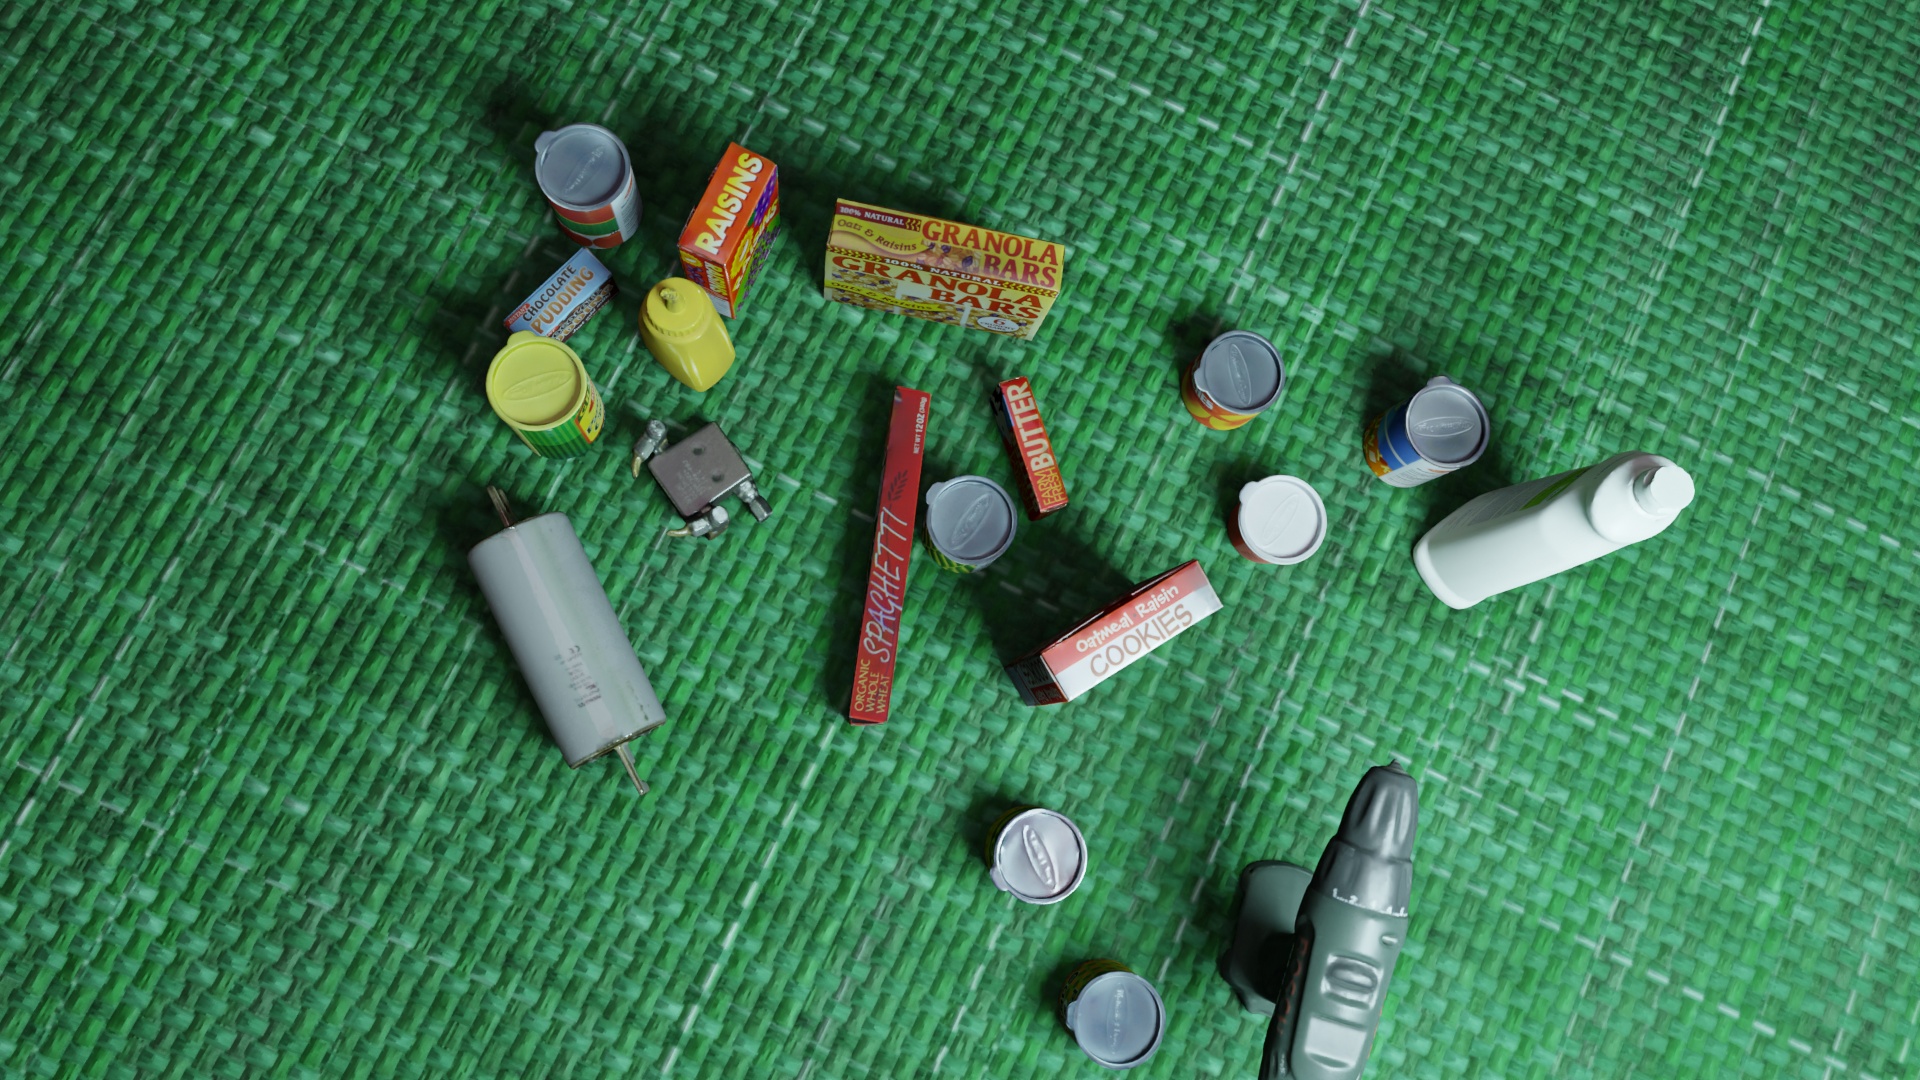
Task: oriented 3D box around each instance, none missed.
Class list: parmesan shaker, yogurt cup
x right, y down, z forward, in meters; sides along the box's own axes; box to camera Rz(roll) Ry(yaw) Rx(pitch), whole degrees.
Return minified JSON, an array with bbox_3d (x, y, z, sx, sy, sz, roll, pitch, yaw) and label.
[{"bbox_3d":[-0.293,-0.102,0.988,0.071,0.103,0.071,1,82,-6],"label":"parmesan shaker"},{"bbox_3d":[0.238,-0.013,1.060,0.072,0.054,0.072,1,82,-6],"label":"yogurt cup"}]

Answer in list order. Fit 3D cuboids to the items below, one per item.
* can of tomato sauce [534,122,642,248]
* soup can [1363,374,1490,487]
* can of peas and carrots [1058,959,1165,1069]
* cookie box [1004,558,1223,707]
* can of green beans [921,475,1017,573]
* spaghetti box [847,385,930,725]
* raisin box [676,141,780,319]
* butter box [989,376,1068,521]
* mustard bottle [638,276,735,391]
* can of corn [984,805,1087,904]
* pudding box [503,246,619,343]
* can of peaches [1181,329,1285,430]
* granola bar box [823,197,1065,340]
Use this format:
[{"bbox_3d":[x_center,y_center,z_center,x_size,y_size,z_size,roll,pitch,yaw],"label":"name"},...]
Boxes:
[{"bbox_3d":[-0.274,-0.260,1.024,0.071,0.083,0.071,1,82,-6],"label":"can of tomato sauce"},{"bbox_3d":[0.356,-0.082,1.069,0.071,0.083,0.071,1,82,-6],"label":"soup can"},{"bbox_3d":[0.104,0.336,0.989,0.071,0.058,0.071,1,82,-6],"label":"can of peas and carrots"},{"bbox_3d":[0.102,0.068,0.974,0.123,0.167,0.040,-31,86,-10],"label":"cookie box"},{"bbox_3d":[0.005,-0.011,1.031,0.071,0.057,0.071,1,82,-6],"label":"can of green beans"},{"bbox_3d":[-0.053,0.013,1.025,0.029,0.050,0.250,8,81,-5],"label":"spaghetti box"},{"bbox_3d":[-0.166,-0.223,1.010,0.040,0.123,0.086,26,80,-2],"label":"raisin box"},{"bbox_3d":[0.051,-0.068,1.047,0.024,0.053,0.103,-17,84,-8],"label":"butter box"},{"bbox_3d":[-0.195,-0.151,0.977,0.065,0.160,0.049,41,80,0],"label":"mustard bottle"},{"bbox_3d":[0.051,0.226,1.000,0.071,0.058,0.071,1,82,-6],"label":"can of corn"},{"bbox_3d":[-0.294,-0.173,1.026,0.030,0.049,0.084,44,79,1],"label":"pudding box"},{"bbox_3d":[0.207,-0.122,1.071,0.071,0.058,0.071,1,82,-6],"label":"can of peaches"},{"bbox_3d":[-0.015,-0.198,1.023,0.166,0.124,0.039,11,81,-5],"label":"granola bar box"}]
